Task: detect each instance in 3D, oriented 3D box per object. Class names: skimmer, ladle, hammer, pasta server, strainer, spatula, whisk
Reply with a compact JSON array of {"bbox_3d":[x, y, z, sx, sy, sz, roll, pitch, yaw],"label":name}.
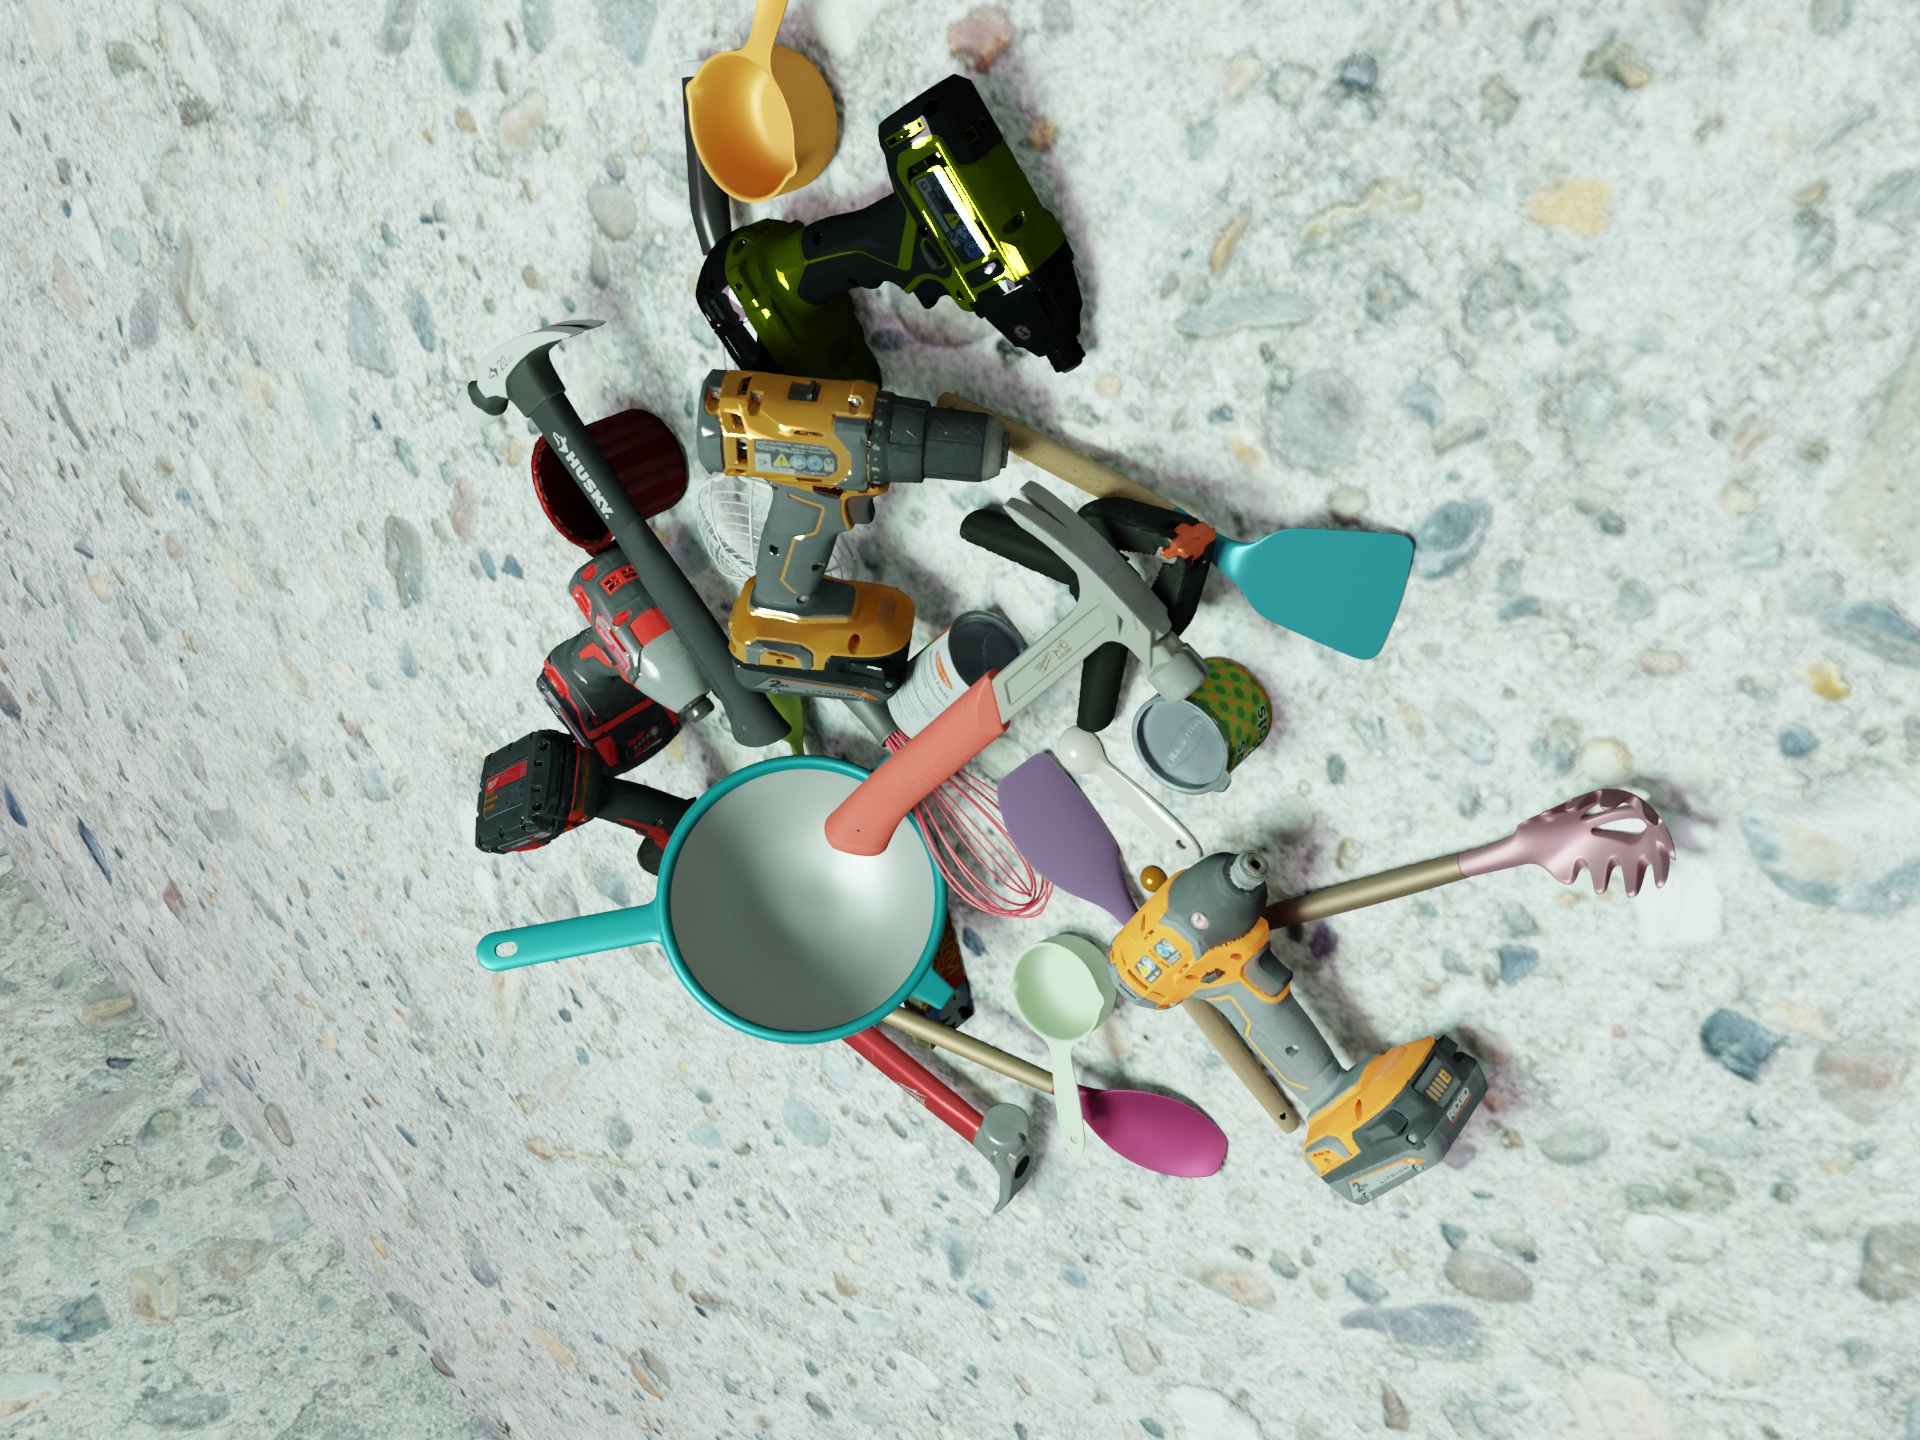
[{"bbox_3d":[-0.140,-0.253,1.084,0.127,0.090,0.363,8,111,33],"label":"skimmer"},{"bbox_3d":[-0.124,0.096,1.275,0.078,0.062,0.320,-130,21,-63],"label":"ladle"},{"bbox_3d":[-0.095,0.270,1.366,0.387,0.038,0.143,34,148,25],"label":"hammer"},{"bbox_3d":[0.270,0.095,0.927,0.060,0.040,0.316,52,140,-10],"label":"pasta server"},{"bbox_3d":[-0.179,0.148,1.184,0.095,0.340,0.211,100,160,-75],"label":"strainer"},{"bbox_3d":[0.132,0.159,1.098,0.316,0.060,0.018,52,-178,-1],"label":"spatula"},{"bbox_3d":[-0.221,-0.125,1.119,0.146,0.035,0.334,-27,99,43],"label":"hammer"},{"bbox_3d":[-0.037,0.027,1.152,0.296,0.073,0.073,50,138,15],"label":"whisk"},{"bbox_3d":[-0.002,-0.003,1.014,0.149,0.037,0.359,46,139,-4],"label":"hammer"},{"bbox_3d":[0.111,-0.131,0.939,0.318,0.044,0.082,33,135,29],"label":"spatula"}]

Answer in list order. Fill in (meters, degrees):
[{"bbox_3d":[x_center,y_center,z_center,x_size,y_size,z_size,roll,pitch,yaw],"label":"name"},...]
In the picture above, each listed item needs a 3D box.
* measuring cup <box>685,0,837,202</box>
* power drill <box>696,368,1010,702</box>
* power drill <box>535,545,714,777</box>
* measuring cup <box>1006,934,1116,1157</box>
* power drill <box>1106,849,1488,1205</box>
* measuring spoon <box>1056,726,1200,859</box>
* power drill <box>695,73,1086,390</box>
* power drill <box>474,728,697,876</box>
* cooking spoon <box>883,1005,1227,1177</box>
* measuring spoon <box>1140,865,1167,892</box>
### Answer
[{"bbox_3d":[-0.104,-0.394,0.944,0.095,0.052,0.173,40,134,16],"label":"measuring cup"},{"bbox_3d":[-0.066,-0.115,1.006,0.185,0.084,0.226,5,136,2],"label":"power drill"},{"bbox_3d":[-0.260,-0.037,1.258,0.143,0.078,0.219,53,152,2],"label":"power drill"},{"bbox_3d":[0.083,0.236,1.165,0.083,0.038,0.167,1,104,36],"label":"measuring cup"},{"bbox_3d":[0.208,0.181,0.988,0.226,0.084,0.164,43,144,10],"label":"power drill"},{"bbox_3d":[0.110,0.052,1.059,0.124,0.018,0.034,42,137,12],"label":"measuring spoon"},{"bbox_3d":[-0.039,-0.257,0.948,0.223,0.080,0.171,-13,119,43],"label":"power drill"},{"bbox_3d":[-0.279,0.083,1.306,0.188,0.226,0.080,-20,62,47],"label":"power drill"},{"bbox_3d":[0.048,0.266,1.205,0.319,0.017,0.068,21,117,14],"label":"cooking spoon"},{"bbox_3d":[0.164,0.142,1.072,0.117,0.011,0.021,43,137,12],"label":"measuring spoon"}]
